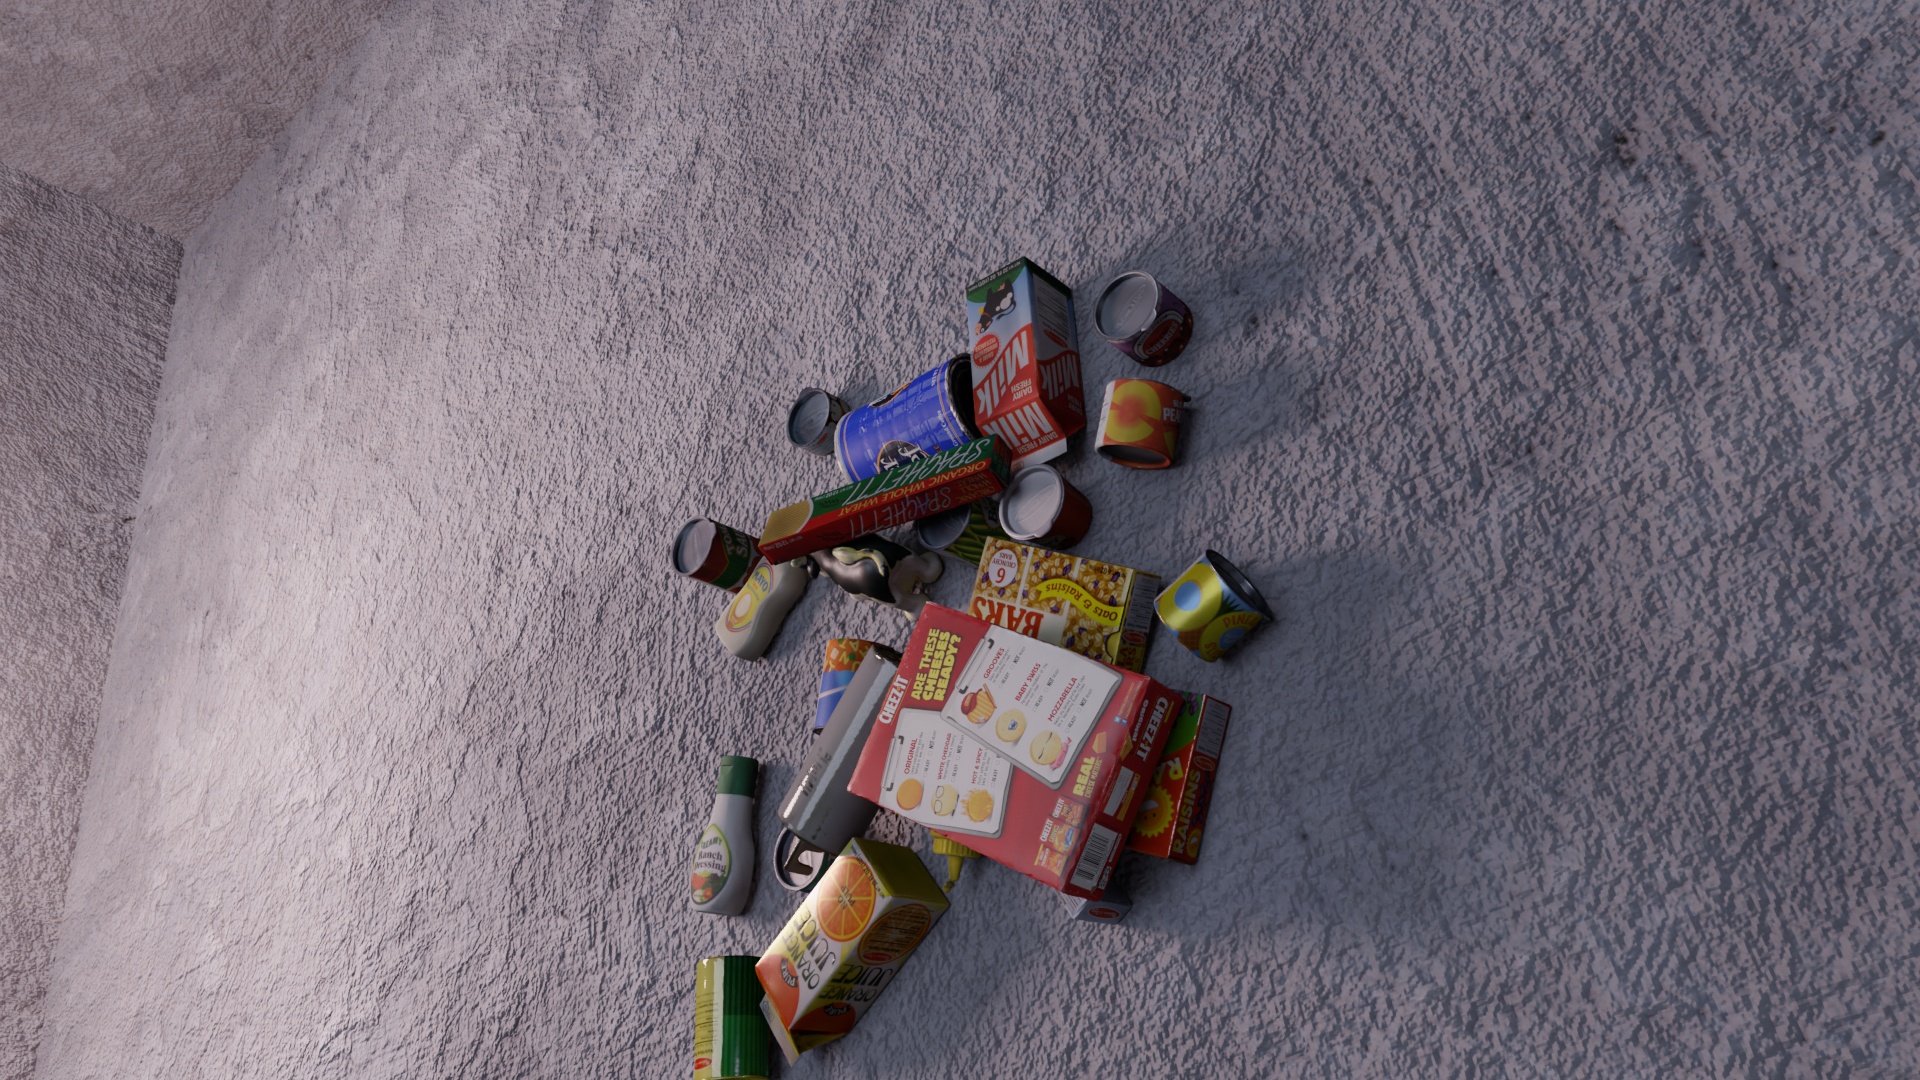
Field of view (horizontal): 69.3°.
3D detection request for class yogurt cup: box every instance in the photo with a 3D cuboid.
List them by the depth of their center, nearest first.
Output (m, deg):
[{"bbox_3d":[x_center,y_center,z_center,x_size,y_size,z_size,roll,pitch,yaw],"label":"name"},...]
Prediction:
[{"bbox_3d":[0.075,-0.025,1.187,0.072,0.054,0.072,-19,60,36],"label":"yogurt cup"}]

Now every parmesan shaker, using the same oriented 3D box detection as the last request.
[{"bbox_3d":[-0.200,0.425,1.229,0.071,0.071,0.103,-24,56,34],"label":"parmesan shaker"}]

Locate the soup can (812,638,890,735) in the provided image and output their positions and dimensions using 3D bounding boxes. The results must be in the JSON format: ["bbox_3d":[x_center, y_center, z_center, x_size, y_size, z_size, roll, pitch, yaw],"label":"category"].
[{"bbox_3d":[-0.093,0.137,1.261,0.071,0.071,0.084,-8,66,40],"label":"soup can"}]

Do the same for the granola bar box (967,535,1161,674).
[{"bbox_3d":[0.076,0.071,1.143,0.165,0.039,0.124,13,89,45],"label":"granola bar box"}]

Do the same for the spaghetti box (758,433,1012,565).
[{"bbox_3d":[-0.069,-0.035,1.234,0.249,0.028,0.050,-18,37,26],"label":"spaghetti box"}]

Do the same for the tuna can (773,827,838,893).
[{"bbox_3d":[-0.133,0.284,1.255,0.071,0.033,0.071,-19,60,36],"label":"tuna can"}]

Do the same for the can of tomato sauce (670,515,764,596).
[{"bbox_3d":[-0.247,0.016,1.443,0.071,0.083,0.071,-19,60,36],"label":"can of tomato sauce"}]

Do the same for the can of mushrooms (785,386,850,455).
[{"bbox_3d":[-0.149,-0.125,1.453,0.071,0.033,0.071,-19,60,37],"label":"can of mushrooms"}]

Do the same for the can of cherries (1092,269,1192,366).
[{"bbox_3d":[0.156,-0.187,1.182,0.071,0.058,0.072,-19,59,35],"label":"can of cherries"}]

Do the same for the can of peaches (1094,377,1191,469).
[{"bbox_3d":[0.150,-0.095,1.143,0.071,0.071,0.058,1,72,43],"label":"can of peaches"}]

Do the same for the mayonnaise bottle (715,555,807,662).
[{"bbox_3d":[-0.190,0.048,1.407,0.148,0.041,0.065,-56,43,9],"label":"mayonnaise bottle"}]

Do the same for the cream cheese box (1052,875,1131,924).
[{"bbox_3d":[0.082,0.245,1.060,0.024,0.053,0.104,-52,45,15],"label":"cream cheese box"}]

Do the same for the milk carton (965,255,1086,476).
[{"bbox_3d":[0.059,-0.149,1.244,0.072,0.073,0.191,-24,57,34],"label":"milk carton"}]

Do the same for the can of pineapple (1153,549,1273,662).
[{"bbox_3d":[0.189,0.051,1.041,0.057,0.071,0.071,-46,47,19],"label":"can of pineapple"}]

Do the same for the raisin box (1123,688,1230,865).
[{"bbox_3d":[0.146,0.173,1.045,0.086,0.040,0.123,4,74,43],"label":"raisin box"}]

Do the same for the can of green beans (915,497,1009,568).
[{"bbox_3d":[0.003,-0.014,1.246,0.071,0.058,0.071,-19,60,36],"label":"can of green beans"}]

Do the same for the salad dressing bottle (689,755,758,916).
[{"bbox_3d":[-0.222,0.282,1.330,0.064,0.044,0.148,-9,65,39],"label":"salad dressing bottle"}]

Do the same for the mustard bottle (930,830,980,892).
[{"bbox_3d":[0.004,0.209,1.144,0.049,0.065,0.160,-2,76,36],"label":"mustard bottle"}]

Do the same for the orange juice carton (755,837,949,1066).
[{"bbox_3d":[-0.104,0.349,1.171,0.192,0.073,0.072,-54,46,11],"label":"orange juice carton"}]
